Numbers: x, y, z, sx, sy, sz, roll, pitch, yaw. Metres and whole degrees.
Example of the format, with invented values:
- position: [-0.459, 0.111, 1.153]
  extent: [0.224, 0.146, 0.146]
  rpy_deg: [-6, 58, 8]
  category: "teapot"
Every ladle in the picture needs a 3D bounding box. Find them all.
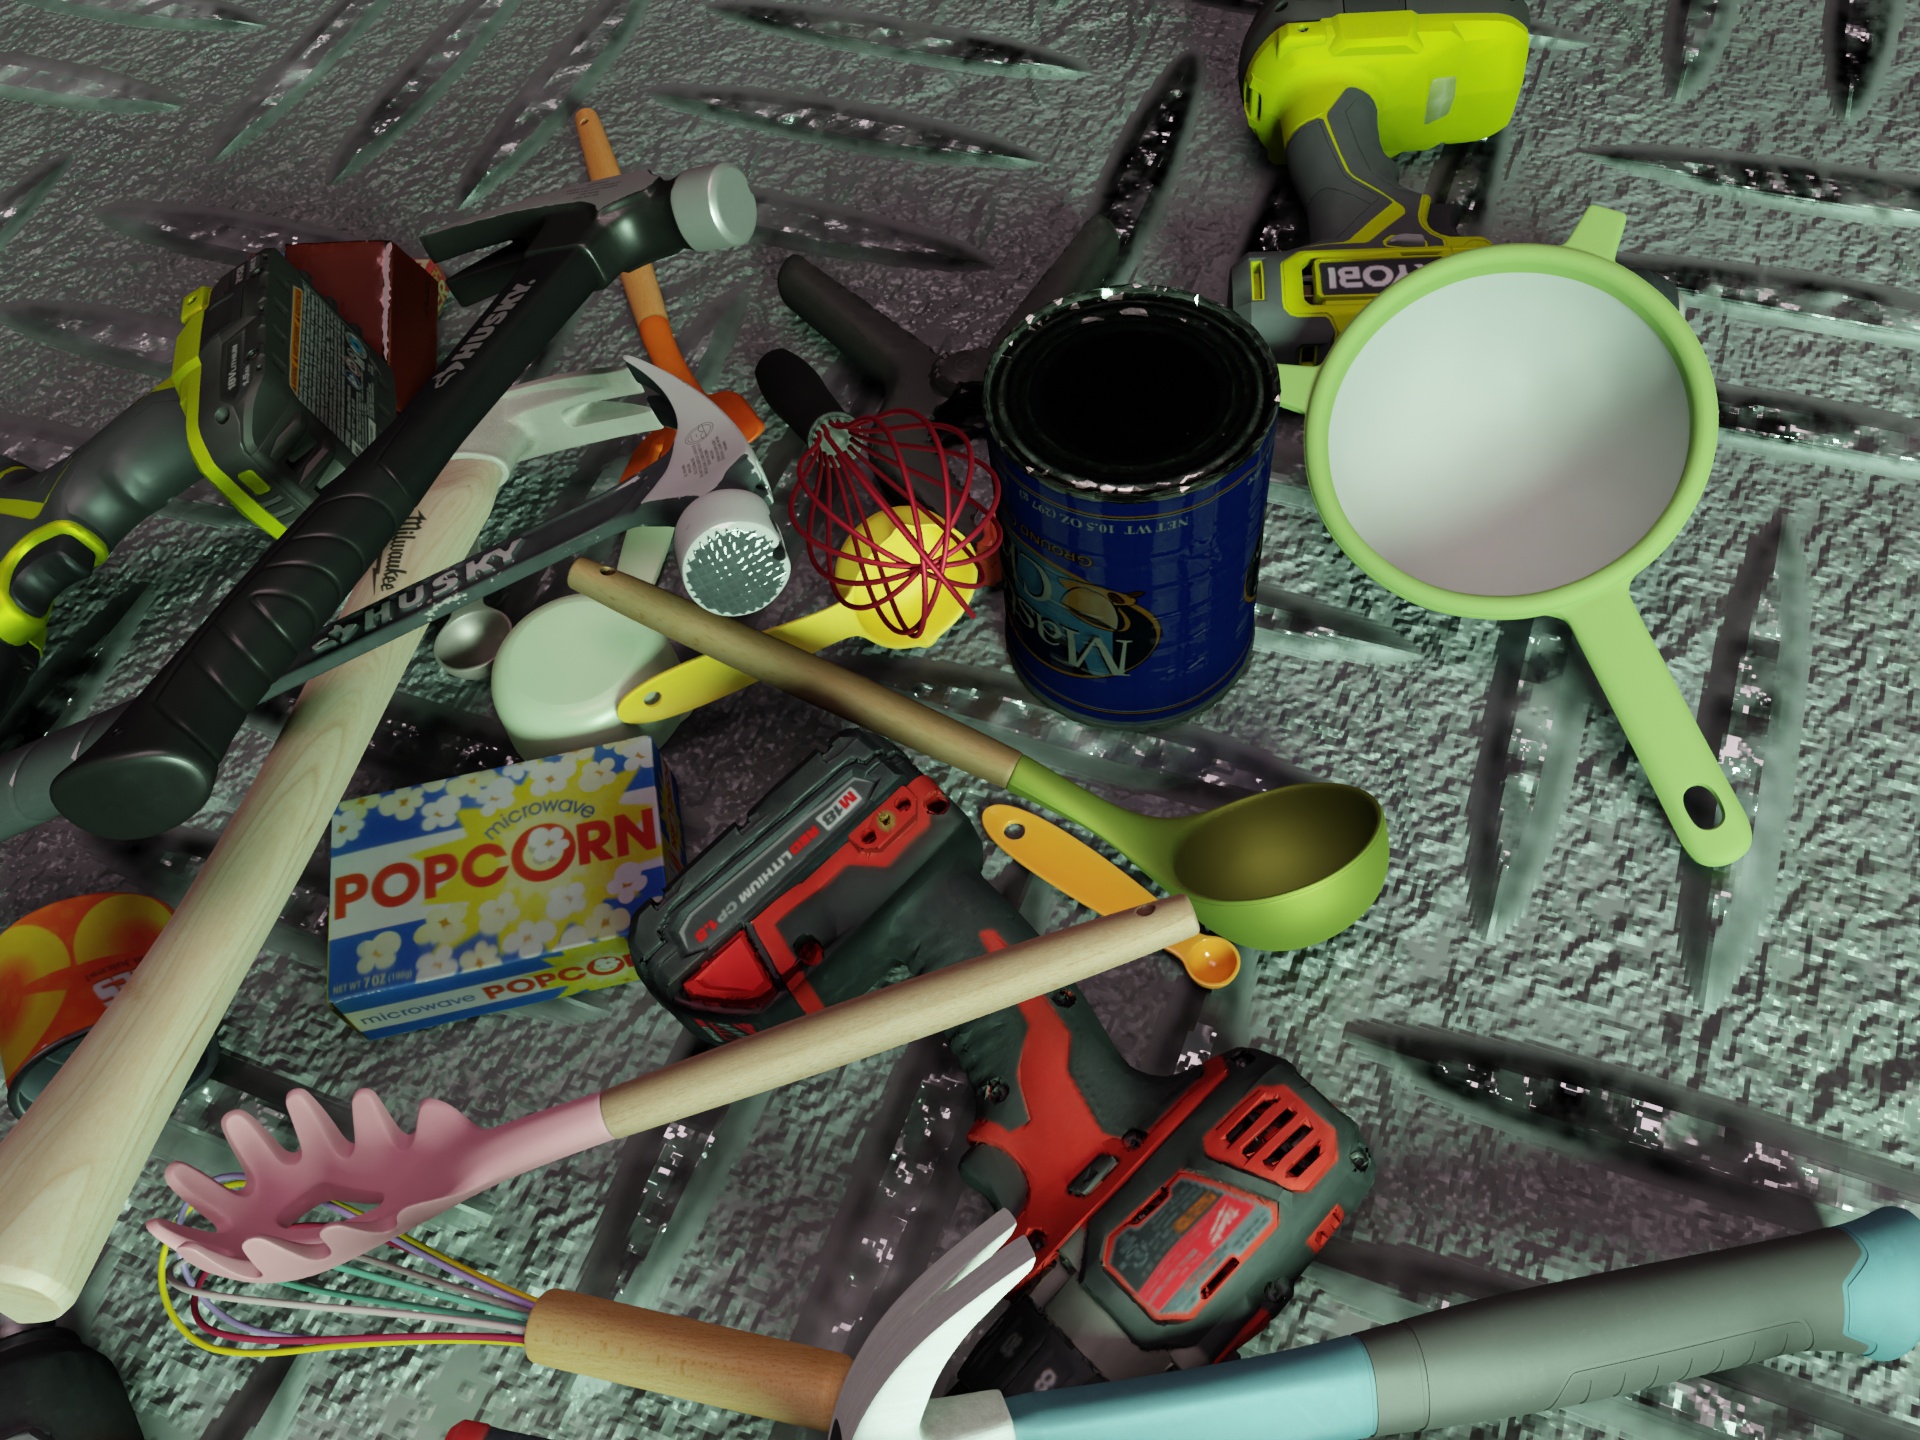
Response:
- position: [-0.001, -0.002, 0.577]
  extent: [0.320, 0.062, 0.078]
  rpy_deg: [24, 35, 9]
  category: "ladle"

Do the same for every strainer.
- position: [0.236, -0.061, 0.624]
  extent: [0.151, 0.069, 0.256]
  rpy_deg: [-25, 75, 13]
  category: "strainer"

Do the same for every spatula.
- position: [-0.158, -0.212, 0.773]
  extent: [0.081, 0.041, 0.323]
  rpy_deg: [-29, 55, 9]
  category: "spatula"

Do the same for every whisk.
- position: [-0.146, 0.184, 0.484]
  extent: [0.245, 0.051, 0.047]
  rpy_deg: [4, 43, 19]
  category: "whisk"
- position: [-0.045, -0.105, 0.621]
  extent: [0.073, 0.073, 0.296]
  rpy_deg: [-20, 28, -8]
  category: "whisk"

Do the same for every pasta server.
- position: [-0.082, 0.103, 0.473]
  extent: [0.316, 0.040, 0.060]
  rpy_deg: [-19, 31, 2]
  category: "pasta server"

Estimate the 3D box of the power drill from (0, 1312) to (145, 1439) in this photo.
- position: [-0.337, 0.276, 0.447]
  extent: [0.226, 0.084, 0.164]
  rpy_deg: [-23, 56, -14]
  category: "power drill"

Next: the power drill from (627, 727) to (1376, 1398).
- position: [-0.009, 0.133, 0.509]
  extent: [0.188, 0.080, 0.227]
  rpy_deg: [-43, 66, -13]
  category: "power drill"

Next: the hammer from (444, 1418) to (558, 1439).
- position: [0.067, 0.213, 0.386]
  extent: [0.386, 0.038, 0.143]
  rpy_deg: [15, 79, -3]
  category: "hammer"

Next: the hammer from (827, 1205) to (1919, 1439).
- position: [0.125, 0.185, 0.446]
  extent: [0.331, 0.033, 0.128]
  rpy_deg: [-6, 96, -11]
  category: "hammer"

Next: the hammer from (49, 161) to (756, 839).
- position: [-0.200, -0.093, 0.563]
  extent: [0.146, 0.035, 0.335]
  rpy_deg: [0, 47, 27]
  category: "hammer"

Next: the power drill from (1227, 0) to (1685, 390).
- position: [0.217, -0.242, 0.735]
  extent: [0.190, 0.080, 0.229]
  rpy_deg: [-1, 59, 6]
  category: "power drill"

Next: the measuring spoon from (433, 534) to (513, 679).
- position: [-0.216, -0.061, 0.698]
  extent: [0.034, 0.018, 0.124]
  rpy_deg: [-20, 50, -4]
  category: "measuring spoon"

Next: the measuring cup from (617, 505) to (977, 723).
- position: [-0.068, -0.040, 0.638]
  extent: [0.156, 0.062, 0.029]
  rpy_deg: [-25, 42, -12]
  category: "measuring cup"

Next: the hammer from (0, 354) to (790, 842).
- position: [-0.258, -0.013, 0.559]
  extent: [0.409, 0.036, 0.149]
  rpy_deg: [-24, 41, 1]
  category: "hammer"

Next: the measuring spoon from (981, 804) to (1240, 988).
- position: [0.053, 0.064, 0.588]
  extent: [0.117, 0.011, 0.021]
  rpy_deg: [32, 66, 28]
  category: "measuring spoon"

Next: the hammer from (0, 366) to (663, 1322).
- position: [-0.225, 0.009, 0.573]
  extent: [0.146, 0.038, 0.411]
  rpy_deg: [-9, 44, 19]
  category: "hammer"

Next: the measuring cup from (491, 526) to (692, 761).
- position: [-0.145, -0.055, 0.668]
  extent: [0.083, 0.038, 0.168]
  rpy_deg: [5, 59, 9]
  category: "measuring cup"

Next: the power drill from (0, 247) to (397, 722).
- position: [-0.345, -0.082, 0.650]
  extent: [0.223, 0.080, 0.171]
  rpy_deg: [-29, 47, 9]
  category: "power drill"
